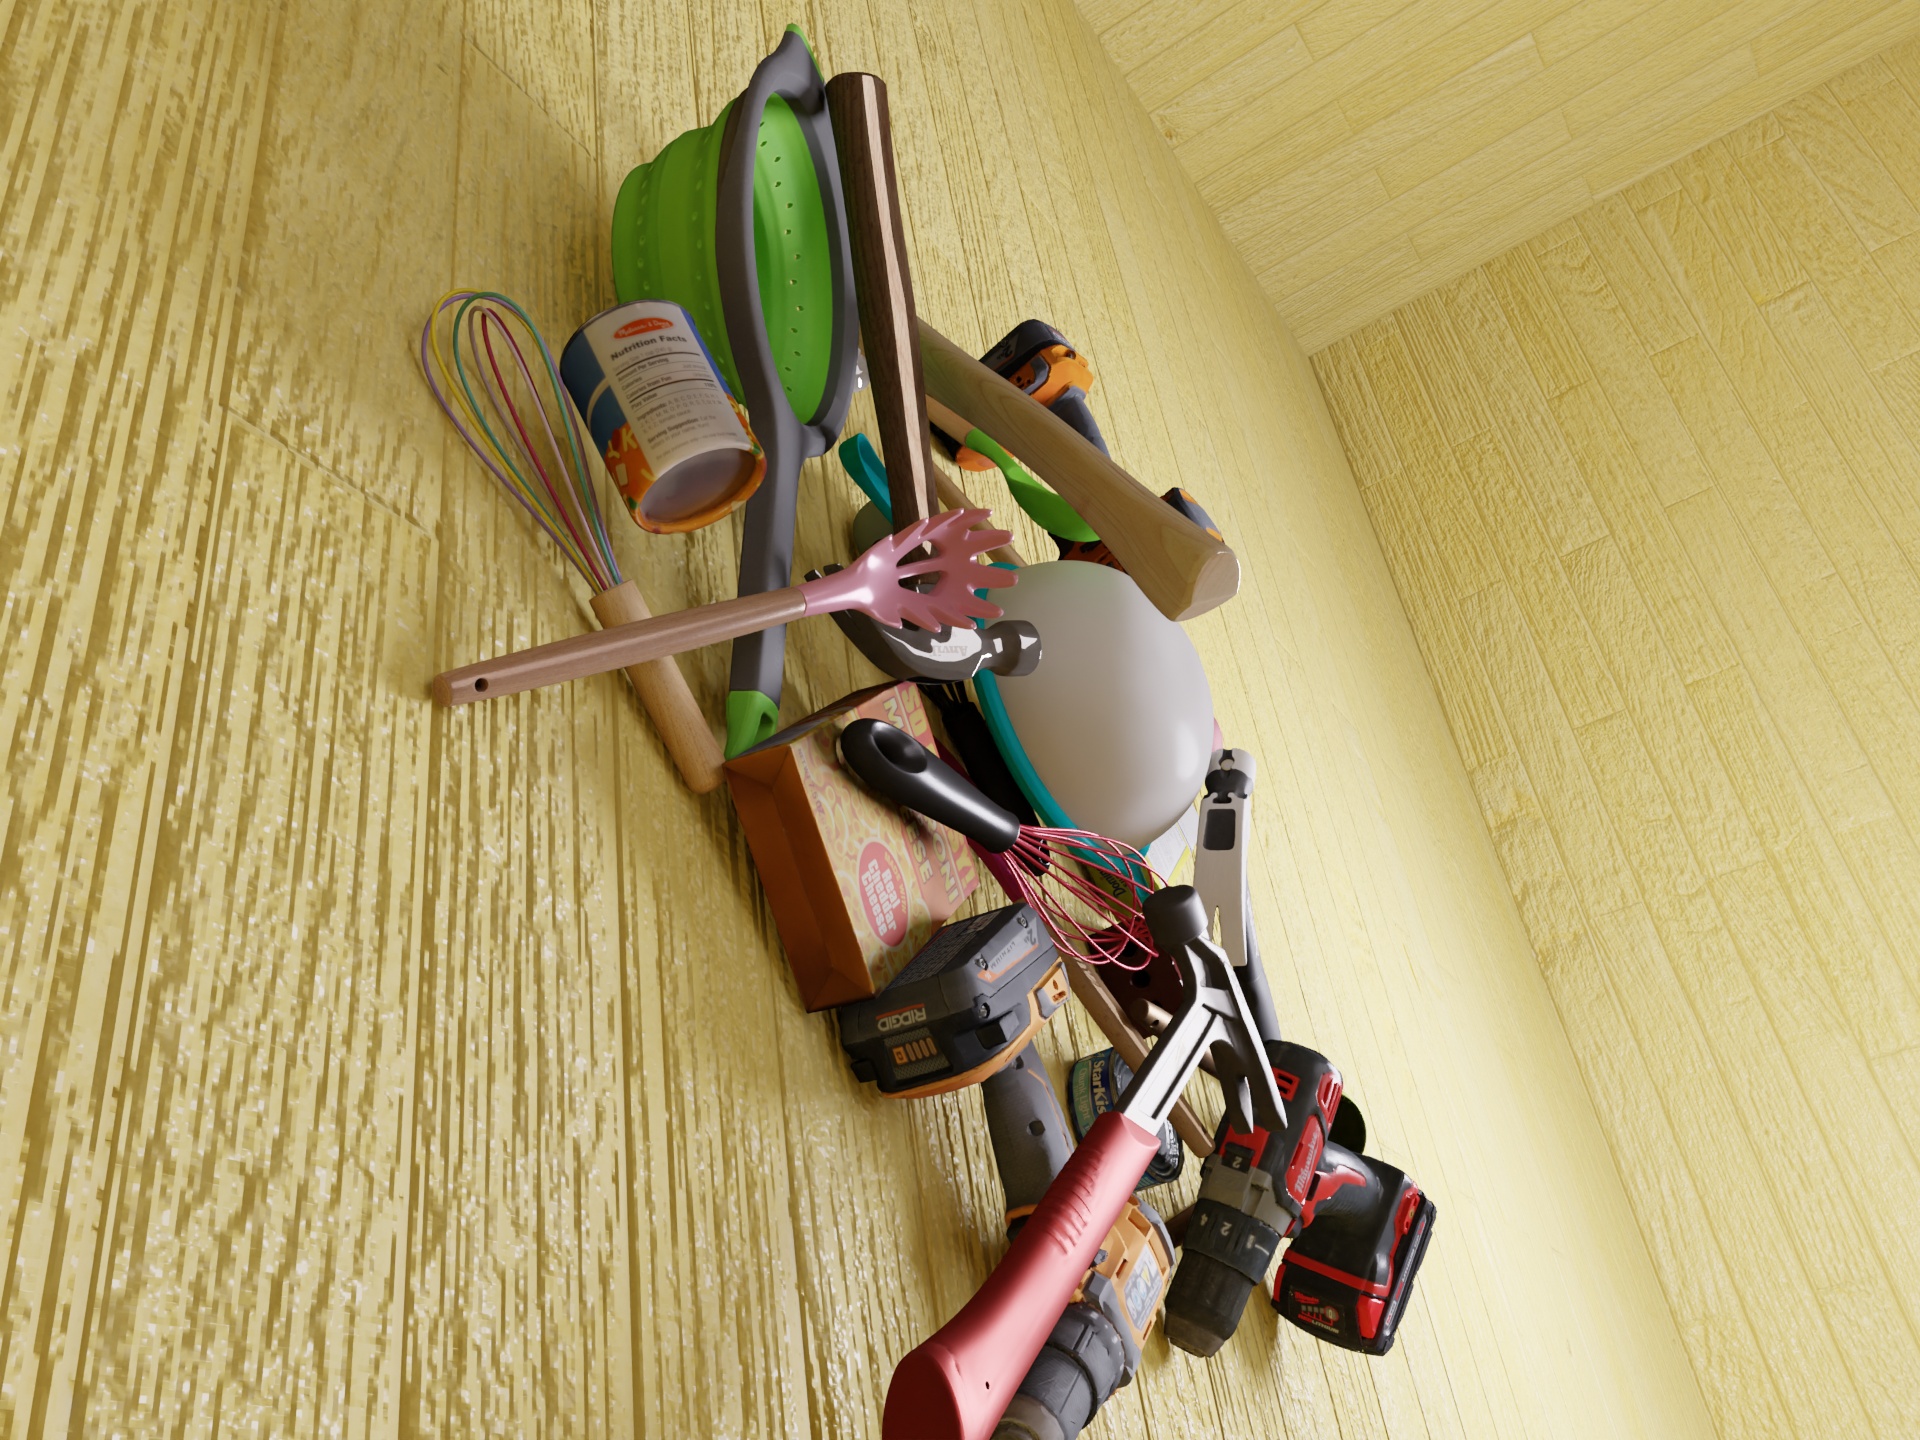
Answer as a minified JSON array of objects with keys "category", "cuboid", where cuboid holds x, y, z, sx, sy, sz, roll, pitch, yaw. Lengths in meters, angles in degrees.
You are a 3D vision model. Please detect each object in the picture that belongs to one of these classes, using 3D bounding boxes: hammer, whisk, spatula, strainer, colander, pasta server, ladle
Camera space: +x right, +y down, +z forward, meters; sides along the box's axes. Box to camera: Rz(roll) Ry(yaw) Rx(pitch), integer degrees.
[{"category":"hammer","cuboid":[-0.036,-0.183,0.845,0.130,0.031,0.331,-4,84,-39]},{"category":"whisk","cuboid":[-0.162,-0.080,0.707,0.245,0.051,0.047,64,17,-9]},{"category":"whisk","cuboid":[0.032,0.067,0.839,0.295,0.073,0.073,36,35,-46]},{"category":"spatula","cuboid":[0.180,0.317,1.064,0.315,0.018,0.060,11,54,-64]},{"category":"strainer","cuboid":[0.062,-0.060,0.950,0.340,0.095,0.211,48,29,-33]},{"category":"hammer","cuboid":[0.067,0.213,0.719,0.359,0.037,0.149,-38,109,-57]},{"category":"colander","cuboid":[-0.128,-0.164,0.822,0.204,0.094,0.397,58,33,-69]},{"category":"pasta server","cuboid":[-0.088,-0.048,0.709,0.316,0.040,0.060,-20,108,-47]},{"category":"hammer","cuboid":[0.197,0.181,1.086,0.334,0.035,0.146,70,25,-45]},{"category":"whisk","cuboid":[-0.001,-0.003,0.971,0.238,0.055,0.055,62,22,-17]},{"category":"hammer","cuboid":[0.019,-0.182,0.880,0.411,0.038,0.146,47,-37,43]},{"category":"ladle","cuboid":[0.070,-0.075,1.135,0.315,0.069,0.031,48,19,1]},{"category":"ladle","cuboid":[0.187,0.240,1.032,0.062,0.078,0.319,48,4,40]}]

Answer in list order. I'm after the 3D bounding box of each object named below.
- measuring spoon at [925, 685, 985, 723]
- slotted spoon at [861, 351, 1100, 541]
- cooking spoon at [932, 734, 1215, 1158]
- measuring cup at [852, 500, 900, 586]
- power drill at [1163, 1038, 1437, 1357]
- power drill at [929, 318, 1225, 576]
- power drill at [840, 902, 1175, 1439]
[{"category":"measuring spoon","cuboid":[-0.017,-0.035,1.002,0.124,0.018,0.034,58,24,-12]},{"category":"slotted spoon","cuboid":[-0.003,-0.190,1.012,0.070,0.031,0.314,15,23,-45]},{"category":"cooking spoon","cuboid":[0.051,0.124,0.930,0.319,0.017,0.069,54,19,1]},{"category":"measuring cup","cuboid":[-0.043,-0.135,1.037,0.083,0.038,0.168,46,19,-35]},{"category":"power drill","cuboid":[0.207,0.324,0.990,0.226,0.080,0.188,49,61,-43]},{"category":"power drill","cuboid":[0.072,-0.165,1.187,0.227,0.164,0.084,58,20,17]},{"category":"power drill","cuboid":[0.023,0.220,0.754,0.226,0.084,0.185,68,24,-4]}]
